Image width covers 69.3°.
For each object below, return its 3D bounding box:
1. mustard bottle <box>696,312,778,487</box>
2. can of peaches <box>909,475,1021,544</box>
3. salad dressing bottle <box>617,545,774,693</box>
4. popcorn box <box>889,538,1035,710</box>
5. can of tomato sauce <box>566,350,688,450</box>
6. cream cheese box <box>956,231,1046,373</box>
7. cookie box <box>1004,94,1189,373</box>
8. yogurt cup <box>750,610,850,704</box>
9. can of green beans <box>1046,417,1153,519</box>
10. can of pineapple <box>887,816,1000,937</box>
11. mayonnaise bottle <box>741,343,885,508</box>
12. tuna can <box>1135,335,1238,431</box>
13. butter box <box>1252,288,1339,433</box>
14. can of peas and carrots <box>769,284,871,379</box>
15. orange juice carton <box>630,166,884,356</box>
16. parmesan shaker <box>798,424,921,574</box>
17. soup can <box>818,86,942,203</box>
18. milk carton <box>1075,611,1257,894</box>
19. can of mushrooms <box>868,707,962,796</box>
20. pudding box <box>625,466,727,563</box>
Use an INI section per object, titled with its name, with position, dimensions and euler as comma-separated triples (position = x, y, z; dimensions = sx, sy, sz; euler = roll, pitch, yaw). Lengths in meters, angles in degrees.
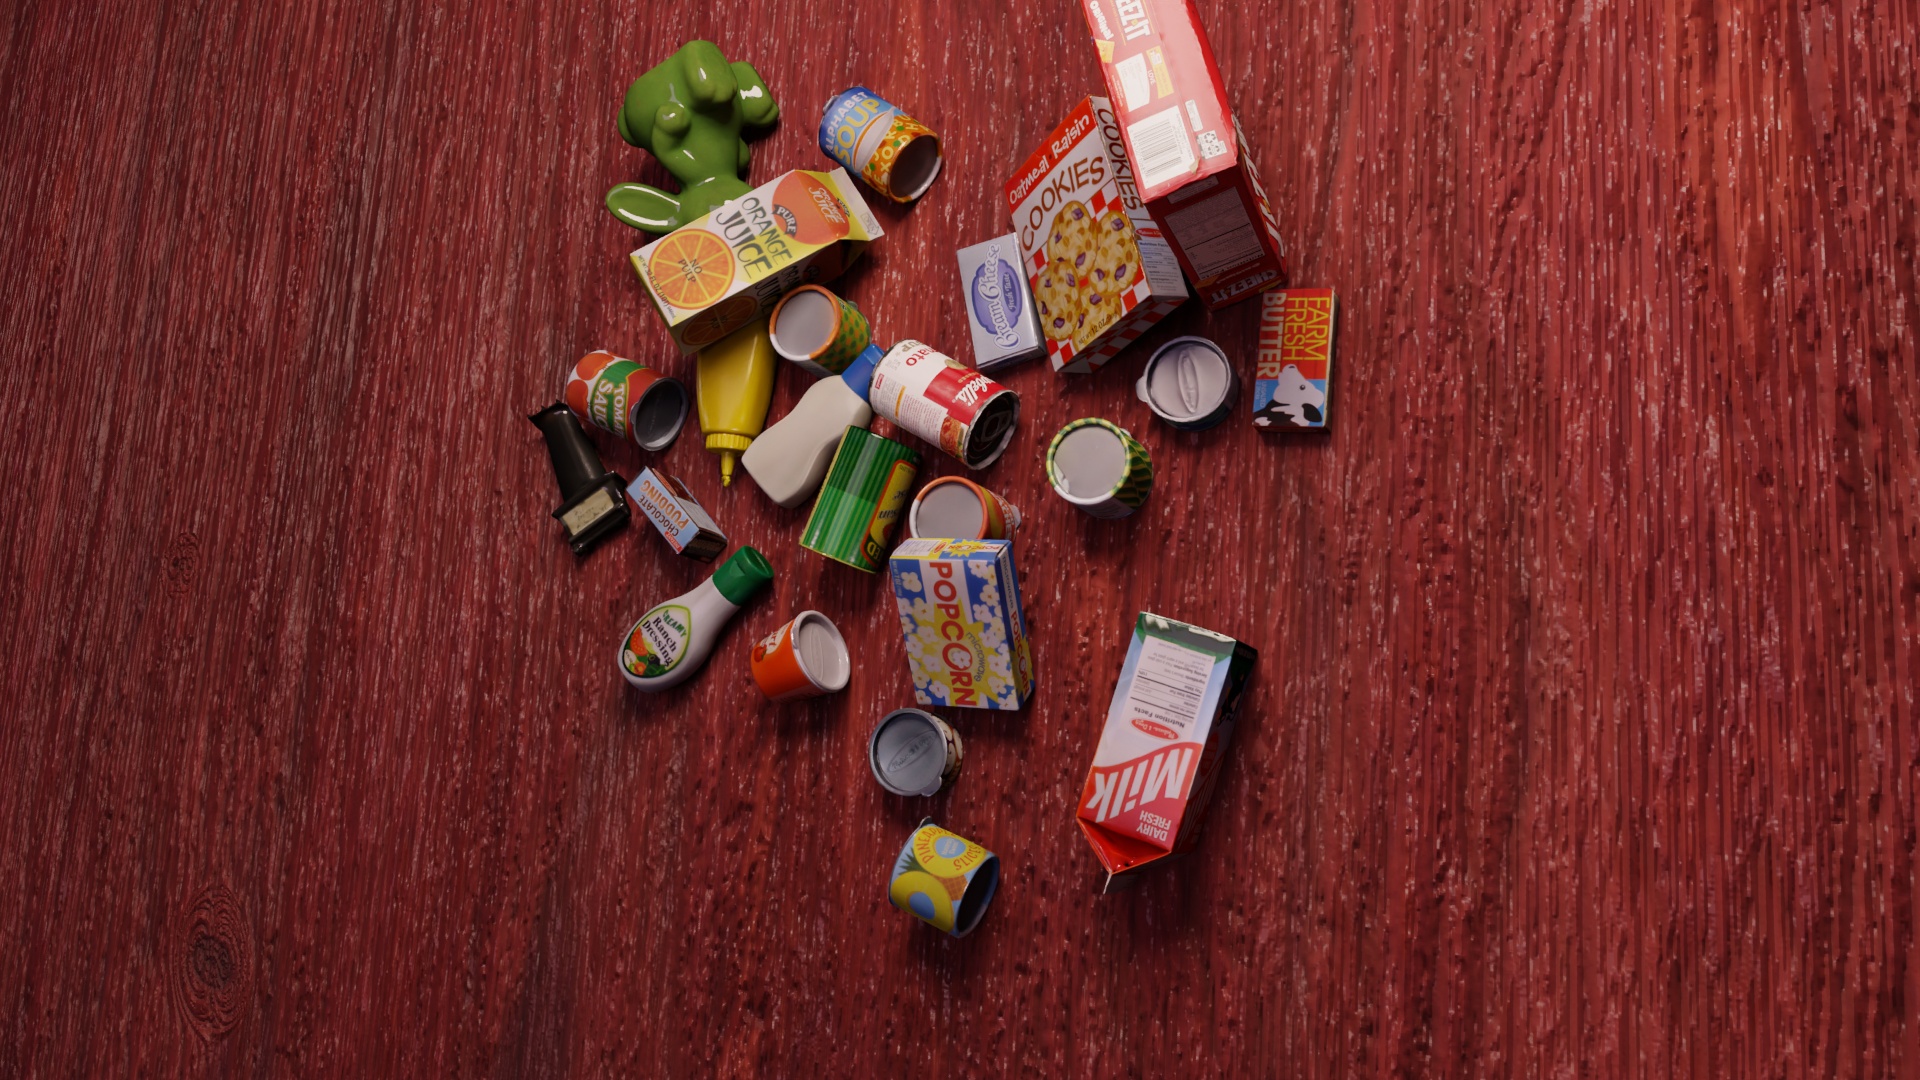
[mustard bottle]
position = -0.192, -0.123, 1.176
dimensions = 0.065, 0.049, 0.160
euler = 2, 81, 16
[can of peaches]
position = 0.004, -0.013, 1.064
dimensions = 0.071, 0.058, 0.071
euler = -5, 78, 23
[salad dressing bottle]
position = -0.219, 0.064, 1.154
dimensions = 0.147, 0.044, 0.064
euler = -42, 68, 11
[popcorn box]
position = 0.002, 0.061, 1.027
dimensions = 0.085, 0.038, 0.126
euler = 0, 115, 23
[can of tomato sauce]
position = -0.291, -0.122, 1.208
dimensions = 0.083, 0.071, 0.071
euler = 23, 90, 26
[cream cheese box]
position = 0.032, -0.190, 1.104
dimensions = 0.053, 0.024, 0.104
euler = -15, 74, 21
[cookie box]
position = 0.097, -0.227, 1.041
dimensions = 0.122, 0.040, 0.168
euler = -36, 63, 53
[yogurt cup]
position = -0.128, 0.096, 1.098
dimensions = 0.054, 0.072, 0.072
euler = -25, 71, 26
[can of green beans]
position = 0.103, -0.053, 1.028
dimensions = 0.071, 0.058, 0.071
euler = -5, 78, 23
[can of pineapple]
position = -0.011, 0.246, 1.014
dimensions = 0.058, 0.071, 0.071
euler = 20, 89, 25
[mayonnaise bottle]
position = -0.110, -0.097, 1.140
dimensions = 0.148, 0.041, 0.065
euler = -44, 68, 9
[tuna can]
position = 0.168, -0.115, 1.026
dimensions = 0.071, 0.033, 0.071
euler = -5, 78, 23
[butter box]
position = 0.242, -0.129, 1.001
dimensions = 0.053, 0.024, 0.103
euler = 2, 81, 23
[can of peas and carrots]
position = -0.115, -0.174, 1.147
dimensions = 0.071, 0.058, 0.071
euler = -4, 79, 22
[orange juice carton]
position = -0.163, -0.234, 1.132
dimensions = 0.193, 0.073, 0.072
euler = -29, 80, -8
[parmesan shaker]
position = -0.079, -0.033, 1.096
dimensions = 0.071, 0.071, 0.103
euler = 21, 89, 26
[soup can]
position = -0.067, -0.328, 1.149
dimensions = 0.084, 0.071, 0.071
euler = 39, 97, 25
[milk carton]
position = 0.138, 0.153, 0.965
dimensions = 0.073, 0.072, 0.190
euler = 16, 86, 25
[can of mushrooms]
position = -0.033, 0.164, 1.059
dimensions = 0.071, 0.033, 0.071
euler = -5, 77, 22
[pudding box]
position = -0.240, -0.022, 1.176
dimensions = 0.030, 0.049, 0.084
euler = -46, 67, 8
